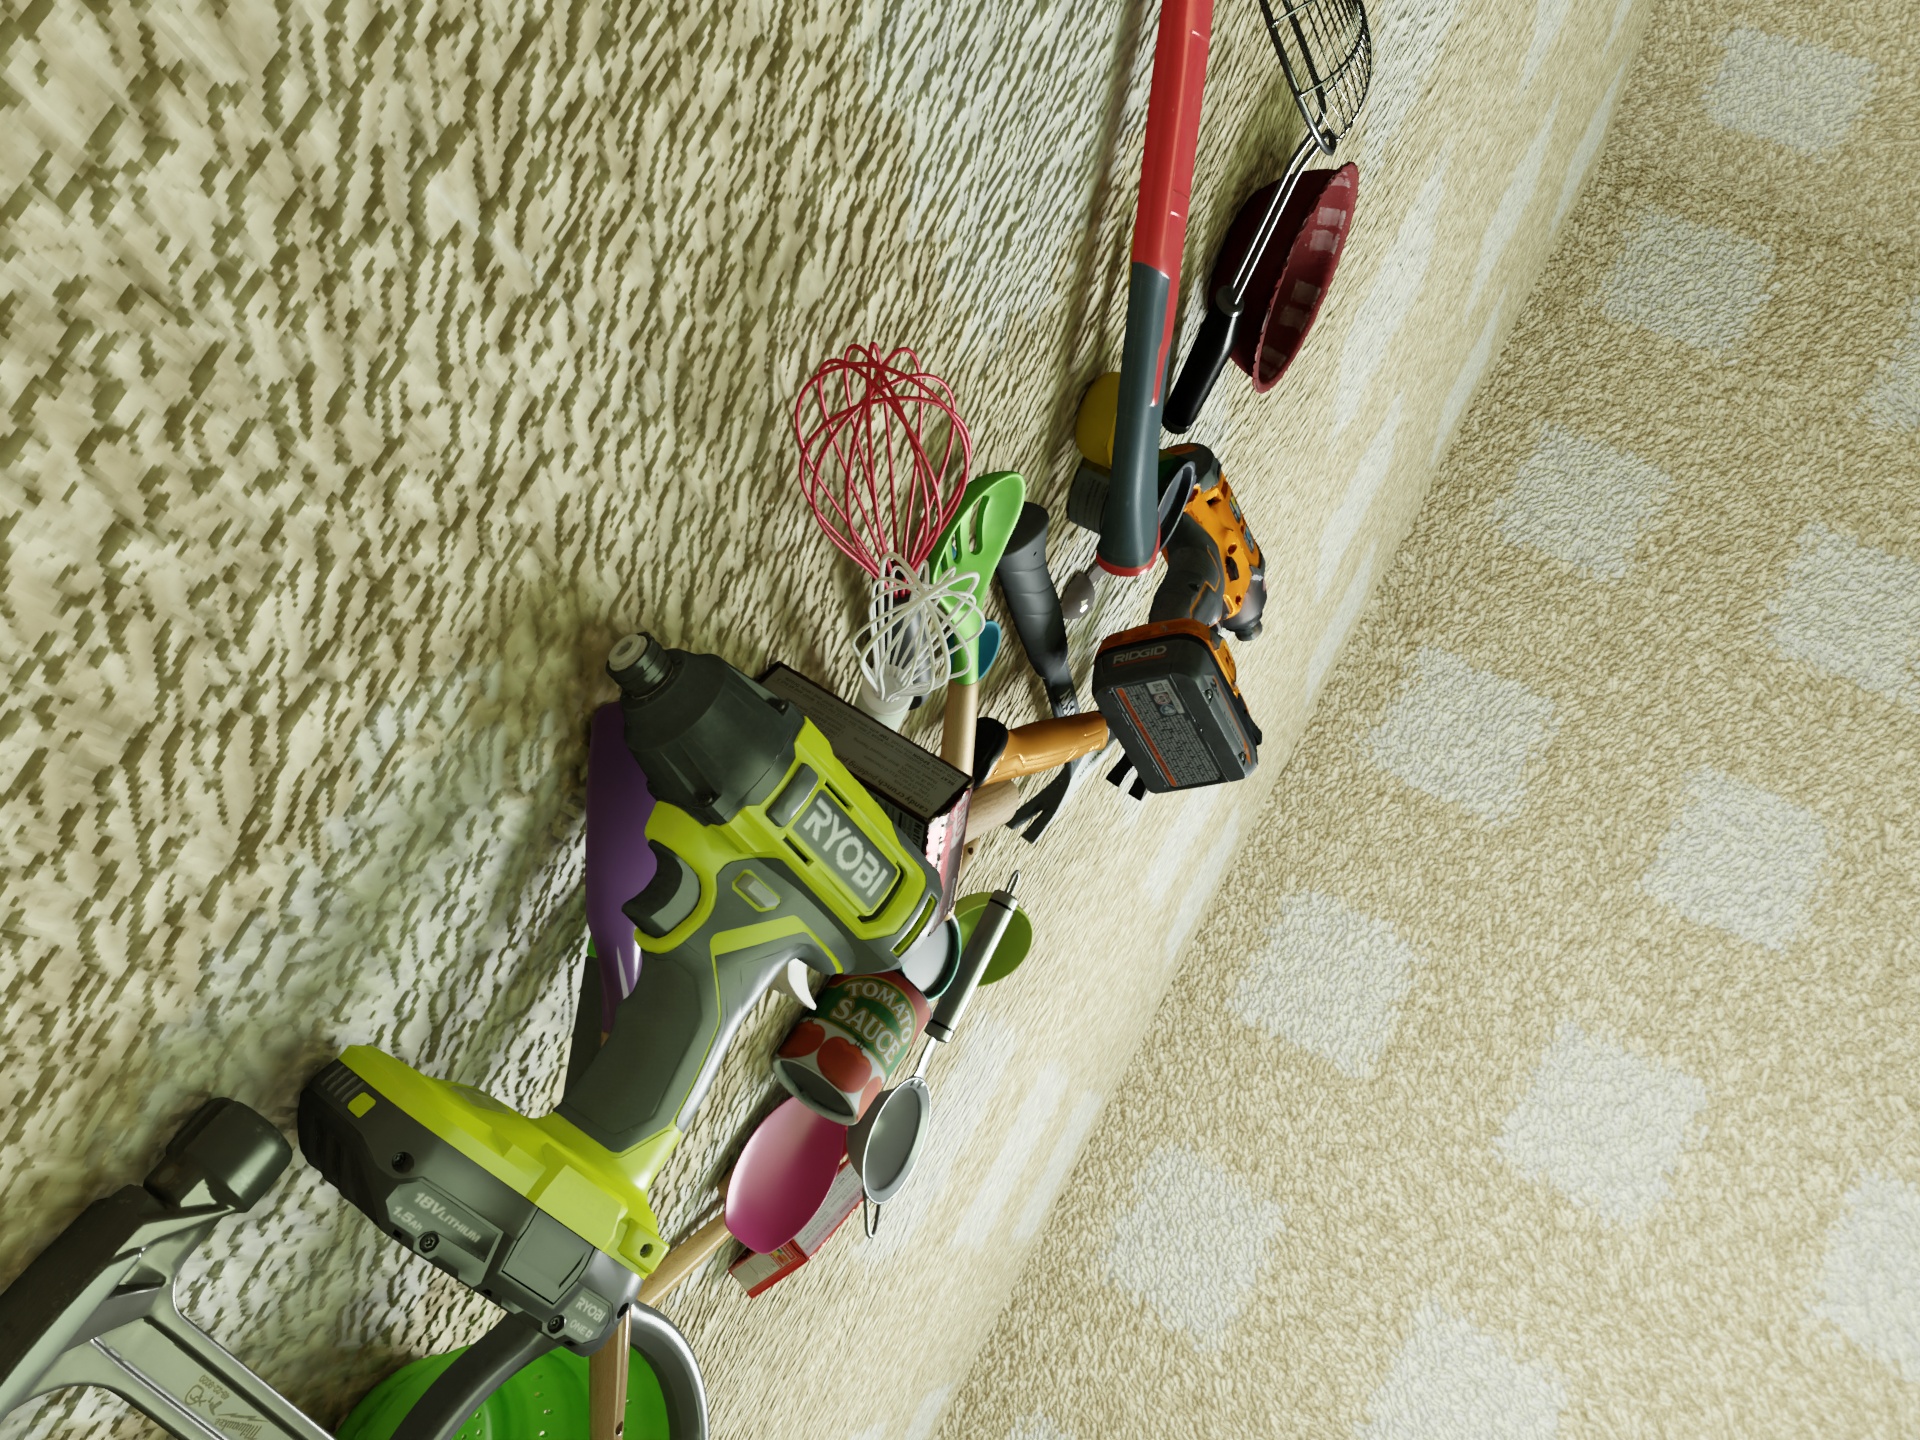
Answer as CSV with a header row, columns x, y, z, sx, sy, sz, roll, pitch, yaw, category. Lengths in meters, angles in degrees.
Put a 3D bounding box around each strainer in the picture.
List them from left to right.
x,y,z,sx,sy,sz,roll,pitch,yaw,category
-0.019,0.214,1.062,0.258,0.050,0.086,-62,151,-12,strainer

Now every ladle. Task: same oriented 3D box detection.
x,y,z,sx,sy,sz,roll,pitch,yaw,category
-0.156,0.320,0.967,0.069,0.031,0.315,-59,164,25,ladle
-0.051,0.219,1.085,0.320,0.062,0.078,-41,138,-46,ladle

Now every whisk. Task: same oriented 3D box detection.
x,y,z,sx,sy,sz,roll,pitch,yaw,category
-0.033,-0.016,0.724,0.059,0.058,0.246,-34,172,-18,whisk
-0.030,-0.072,0.717,0.073,0.073,0.295,-57,167,-20,whisk

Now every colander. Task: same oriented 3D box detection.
x,y,z,sx,sy,sz,roll,pitch,yaw,category
-0.194,0.256,0.677,0.204,0.094,0.397,12,86,-58,colander

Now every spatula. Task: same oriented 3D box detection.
x,y,z,sx,sy,sz,roll,pitch,yaw,category
-0.135,0.147,0.636,0.059,0.018,0.316,-13,109,-65,spatula

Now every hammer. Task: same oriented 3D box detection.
x,y,z,sx,sy,sz,roll,pitch,yaw,category
-0.202,0.290,0.545,0.149,0.037,0.358,-56,139,-35,hammer
-0.034,0.083,0.973,0.331,0.031,0.130,-21,135,-66,hammer
0.059,-0.032,1.061,0.149,0.036,0.408,-51,159,-11,hammer
0.079,0.015,1.081,0.336,0.034,0.127,-10,131,-61,hammer
0.095,-0.228,0.825,0.143,0.038,0.386,-47,151,-40,hammer

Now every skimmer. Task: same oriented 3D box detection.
x,y,z,sx,sy,sz,roll,pitch,yaw,category
0.153,-0.297,0.948,0.363,0.090,0.127,110,-21,-59,skimmer

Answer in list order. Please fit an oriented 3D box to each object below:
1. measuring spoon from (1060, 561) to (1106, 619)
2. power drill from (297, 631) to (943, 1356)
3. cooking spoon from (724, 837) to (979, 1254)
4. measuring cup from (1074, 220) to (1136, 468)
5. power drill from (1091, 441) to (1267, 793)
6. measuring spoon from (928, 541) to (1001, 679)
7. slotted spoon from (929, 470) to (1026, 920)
x,y,z,sx,sy,sz,roll,pitch,yaw,category
0.107,-0.106,1.130,0.124,0.018,0.034,-44,155,-43,measuring spoon
-0.119,0.092,0.574,0.223,0.080,0.171,-54,127,-21,power drill
-0.062,0.199,1.044,0.017,0.068,0.319,-14,-143,50,cooking spoon
0.090,-0.218,0.919,0.062,0.029,0.156,-45,147,-40,measuring cup
0.163,-0.060,1.084,0.164,0.084,0.227,56,35,-36,power drill
-0.006,-0.064,0.877,0.042,0.021,0.128,-52,151,-18,measuring spoon
-0.001,-0.003,0.883,0.070,0.031,0.313,-36,143,-40,slotted spoon
